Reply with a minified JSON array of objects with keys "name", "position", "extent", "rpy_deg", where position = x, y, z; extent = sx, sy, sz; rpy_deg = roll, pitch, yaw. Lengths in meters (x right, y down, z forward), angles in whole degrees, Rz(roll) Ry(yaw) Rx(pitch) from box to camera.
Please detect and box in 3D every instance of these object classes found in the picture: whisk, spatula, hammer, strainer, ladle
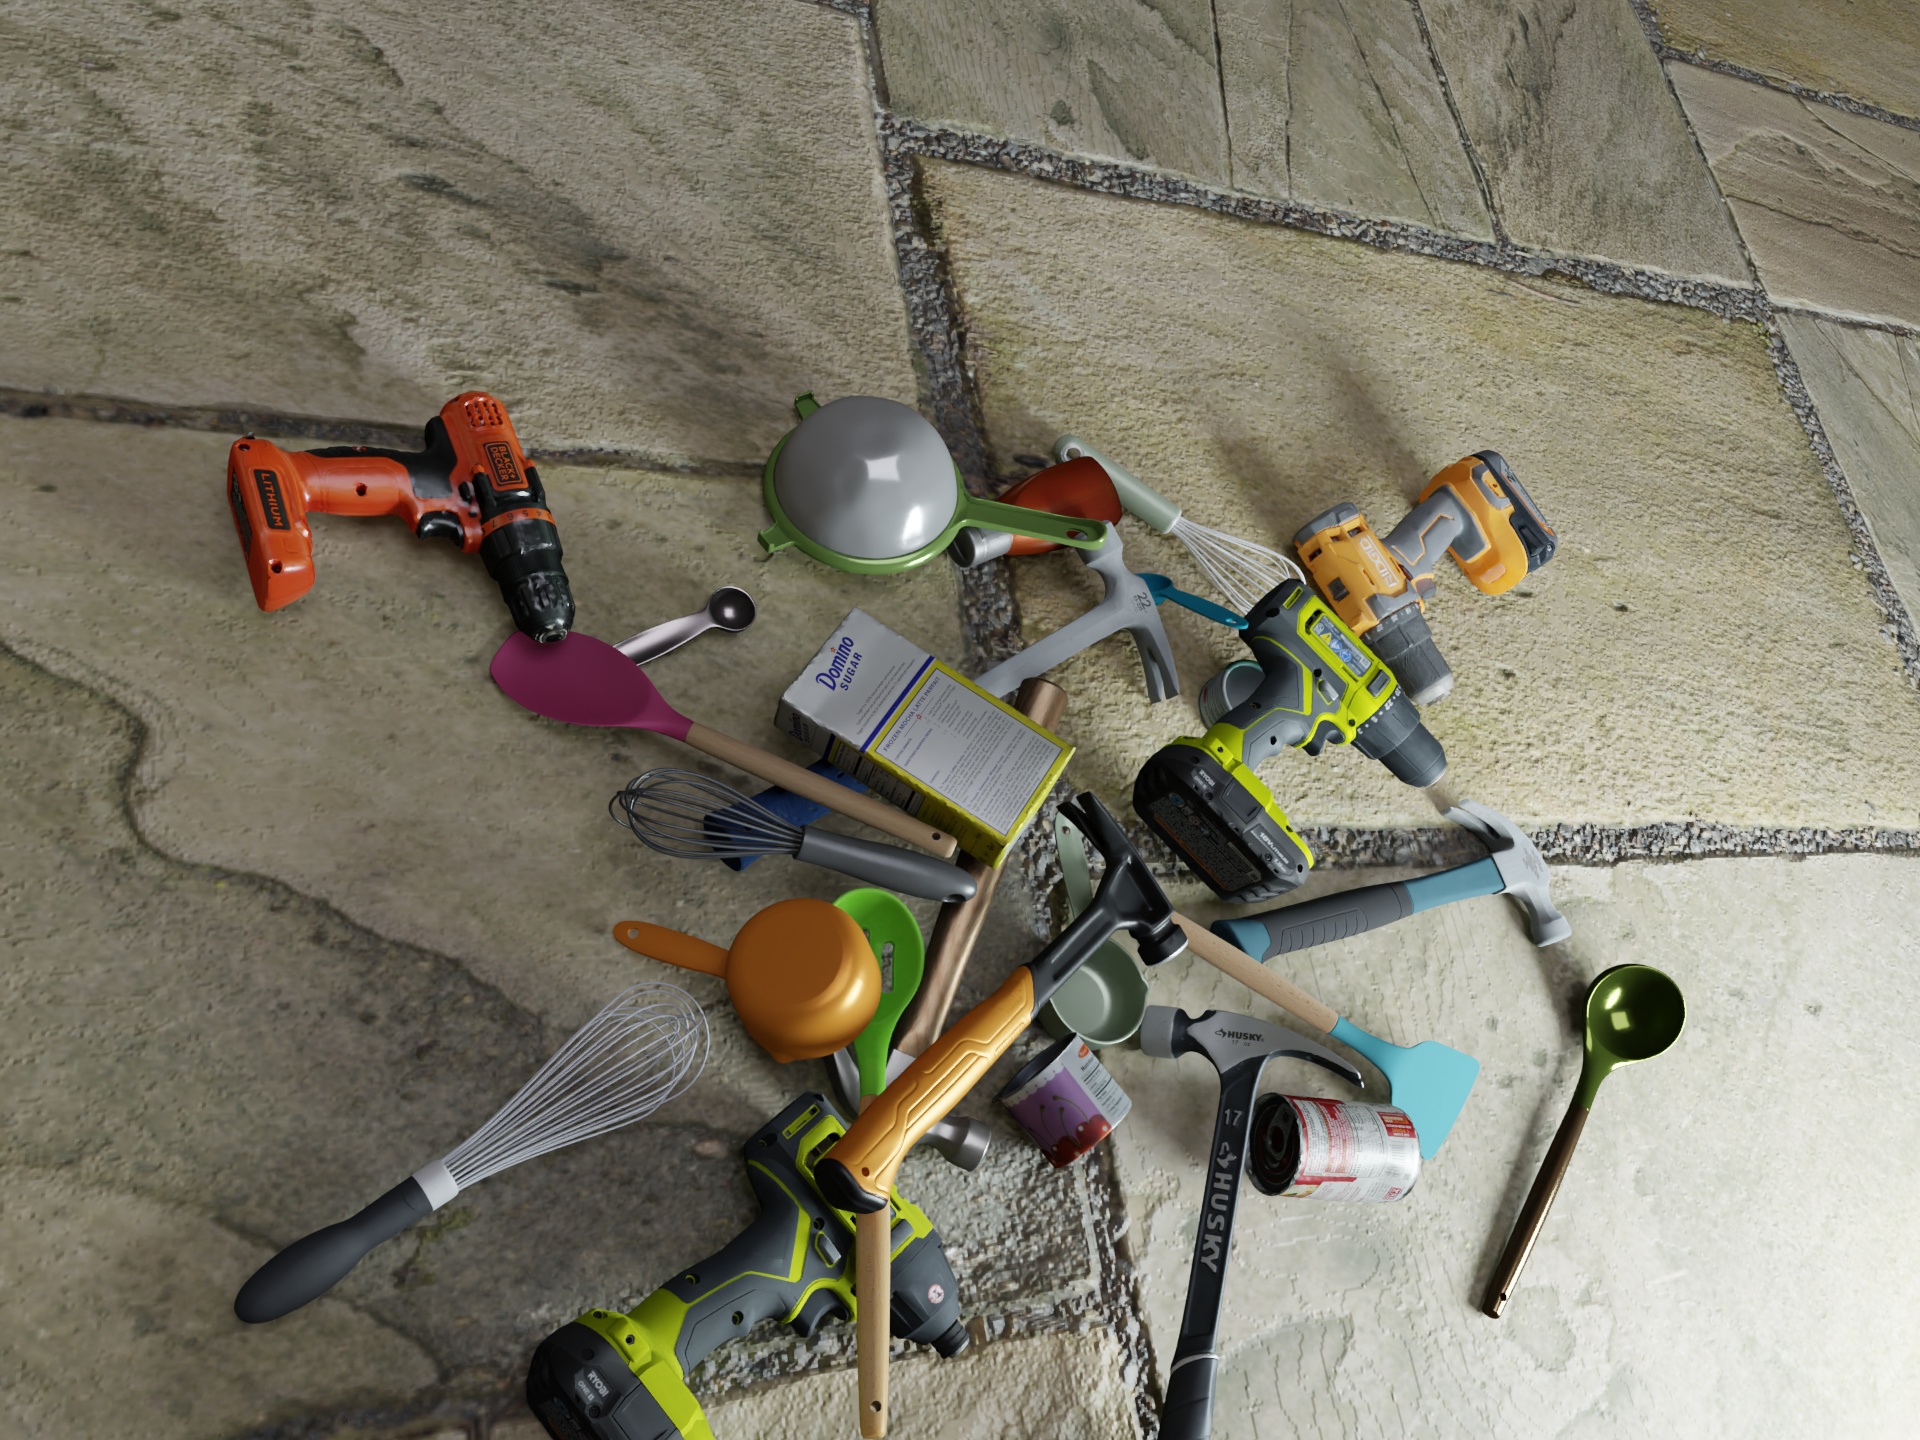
[{"name":"whisk","position":[-0.100,0.078,0.987],"extent":[0.238,0.055,0.055],"rpy_deg":[17,59,-17]},{"name":"spatula","position":[0.236,0.202,1.127],"extent":[0.317,0.044,0.082],"rpy_deg":[33,80,-6]},{"name":"whisk","position":[0.180,-0.159,1.299],"extent":[0.246,0.057,0.059],"rpy_deg":[34,21,-4]},{"name":"hammer","position":[0.003,0.115,1.048],"extent":[0.130,0.031,0.331],"rpy_deg":[25,64,-9]},{"name":"hammer","position":[0.330,0.141,1.223],"extent":[0.331,0.033,0.128],"rpy_deg":[-9,70,-30]},{"name":"strainer","position":[-0.014,-0.173,1.151],"extent":[0.256,0.069,0.152],"rpy_deg":[12,57,-2]},{"name":"hammer","position":[0.152,0.377,0.979],"extent":[0.149,0.036,0.409],"rpy_deg":[2,61,23]},{"name":"hammer","position":[-0.002,-0.004,1.120],"extent":[0.405,0.035,0.144],"rpy_deg":[-31,94,-32]},{"name":"whisk","position":[-0.259,0.234,0.869],"extent":[0.284,0.070,0.070],"rpy_deg":[-31,81,-31]},{"name":"ladle","position":[0.463,0.309,1.191],"extent":[0.078,0.062,0.320],"rpy_deg":[41,57,0]},{"name":"hammer","position":[0.022,0.172,0.965],"extent":[0.337,0.034,0.127],"rpy_deg":[-38,97,-45]}]

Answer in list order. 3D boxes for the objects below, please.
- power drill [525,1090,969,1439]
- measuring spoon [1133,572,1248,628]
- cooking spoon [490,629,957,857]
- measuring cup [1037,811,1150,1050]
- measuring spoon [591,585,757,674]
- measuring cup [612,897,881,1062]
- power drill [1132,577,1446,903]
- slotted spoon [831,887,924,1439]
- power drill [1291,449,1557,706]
[{"name":"power drill","position":[-0.107,0.337,0.878],"extent":[0.171,0.080,0.223],"rpy_deg":[50,51,5]},{"name":"measuring spoon","position":[0.173,-0.085,1.226],"extent":[0.042,0.021,0.129],"rpy_deg":[-19,32,-32]},{"name":"cooking spoon","position":[-0.150,0.018,1.017],"extent":[0.319,0.017,0.069],"rpy_deg":[24,54,2]},{"name":"measuring cup","position":[0.078,0.145,1.093],"extent":[0.083,0.038,0.168],"rpy_deg":[4,62,-25]},{"name":"measuring spoon","position":[-0.194,-0.056,1.076],"extent":[0.124,0.018,0.034],"rpy_deg":[-27,79,-27]},{"name":"measuring cup","position":[-0.133,0.137,0.937],"extent":[0.173,0.052,0.095],"rpy_deg":[14,62,13]},{"name":"power drill","position":[0.251,0.026,1.181],"extent":[0.190,0.080,0.228],"rpy_deg":[45,60,-2]},{"name":"slotted spoon","position":[-0.052,0.242,0.912],"extent":[0.070,0.031,0.314],"rpy_deg":[6,55,-13]},{"name":"power drill","position":[0.415,-0.125,1.376],"extent":[0.226,0.084,0.185],"rpy_deg":[-25,79,-30]}]
